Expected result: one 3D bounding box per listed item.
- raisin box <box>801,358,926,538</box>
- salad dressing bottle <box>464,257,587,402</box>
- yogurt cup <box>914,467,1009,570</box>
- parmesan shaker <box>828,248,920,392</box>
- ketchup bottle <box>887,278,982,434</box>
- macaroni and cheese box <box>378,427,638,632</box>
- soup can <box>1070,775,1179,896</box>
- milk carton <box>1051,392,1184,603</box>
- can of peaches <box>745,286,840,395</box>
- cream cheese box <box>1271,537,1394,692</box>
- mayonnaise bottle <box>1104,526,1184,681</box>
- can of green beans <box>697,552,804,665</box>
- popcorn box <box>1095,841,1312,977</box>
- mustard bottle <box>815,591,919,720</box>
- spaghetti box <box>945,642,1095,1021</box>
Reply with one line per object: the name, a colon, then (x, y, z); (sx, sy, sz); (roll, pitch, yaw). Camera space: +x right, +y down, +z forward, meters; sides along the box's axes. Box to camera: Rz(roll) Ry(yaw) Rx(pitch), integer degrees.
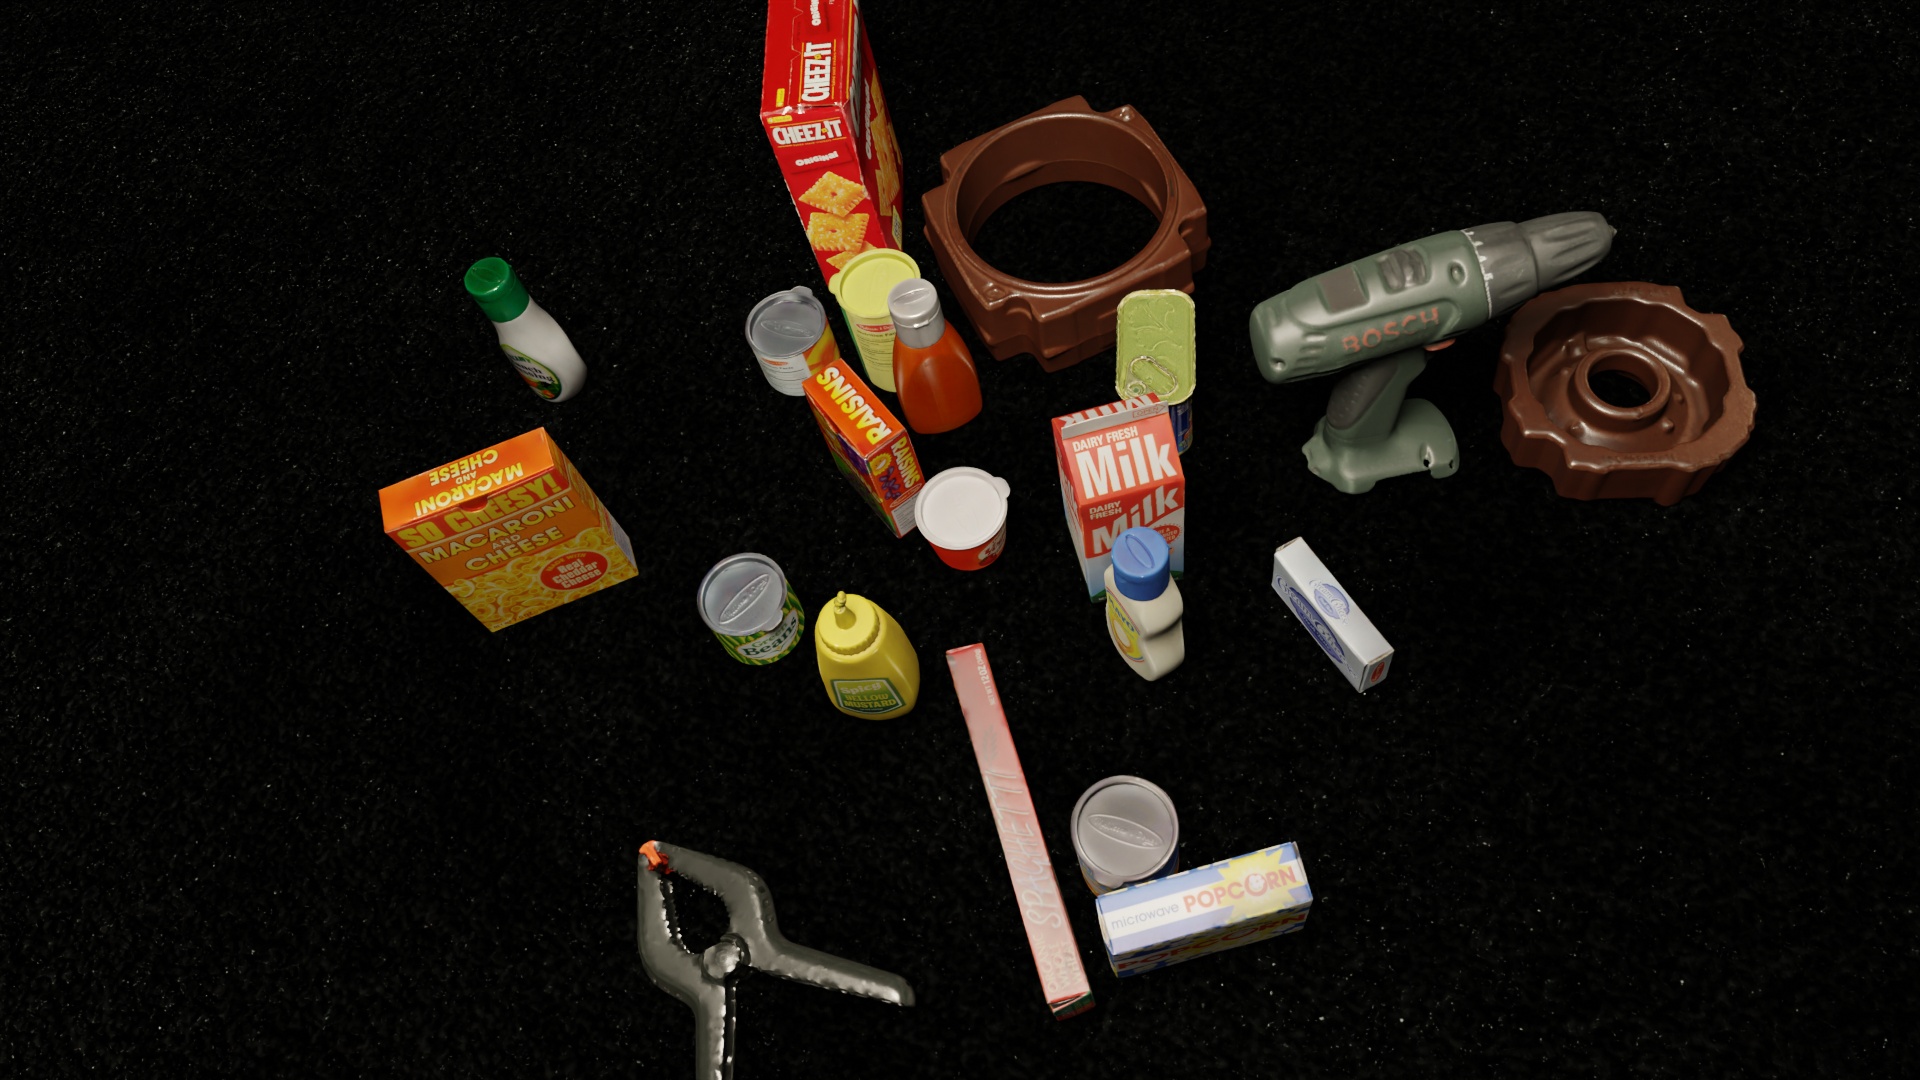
raisin box: (-0.068, -0.067, 1.032); (0.040, 0.123, 0.086); (-36, 63, -10)
salad dressing bottle: (-0.350, -0.169, 1.119); (0.064, 0.147, 0.044); (23, 68, 20)
yogurt cup: (0.004, -0.013, 1.031); (0.072, 0.053, 0.073); (-4, 62, 7)
parmesan shaker: (-0.058, -0.173, 1.099); (0.071, 0.102, 0.071); (-4, 62, 7)
ketchup bottle: (-0.023, -0.138, 1.049); (0.065, 0.148, 0.044); (-20, 61, -1)
macaroni and cheese box: (-0.324, -0.003, 1.015); (0.124, 0.165, 0.040); (-22, 61, -3)
soup can: (0.105, 0.197, 0.885); (0.071, 0.083, 0.071); (-4, 62, 7)
milk carton: (0.109, -0.036, 0.949); (0.072, 0.189, 0.074); (-16, 61, 1)
can of peaches: (-0.134, -0.162, 1.131); (0.071, 0.057, 0.071); (-4, 62, 7)
cream cheese box: (0.254, 0.052, 0.956); (0.024, 0.053, 0.104); (-30, 62, -7)
mayonnaise bottle: (0.122, 0.040, 0.930); (0.041, 0.147, 0.065); (-31, 62, -7)
can of green beans: (-0.153, 0.051, 1.020); (0.071, 0.057, 0.071); (-4, 62, 7)
popcorn box: (0.150, 0.230, 0.859); (0.127, 0.085, 0.038); (-16, 61, 1)
mustard bottle: (-0.068, 0.074, 0.936); (0.065, 0.159, 0.049); (-4, 62, 7)
spaghetti box: (0.038, 0.188, 0.920); (0.029, 0.050, 0.251); (-18, 61, 0)
